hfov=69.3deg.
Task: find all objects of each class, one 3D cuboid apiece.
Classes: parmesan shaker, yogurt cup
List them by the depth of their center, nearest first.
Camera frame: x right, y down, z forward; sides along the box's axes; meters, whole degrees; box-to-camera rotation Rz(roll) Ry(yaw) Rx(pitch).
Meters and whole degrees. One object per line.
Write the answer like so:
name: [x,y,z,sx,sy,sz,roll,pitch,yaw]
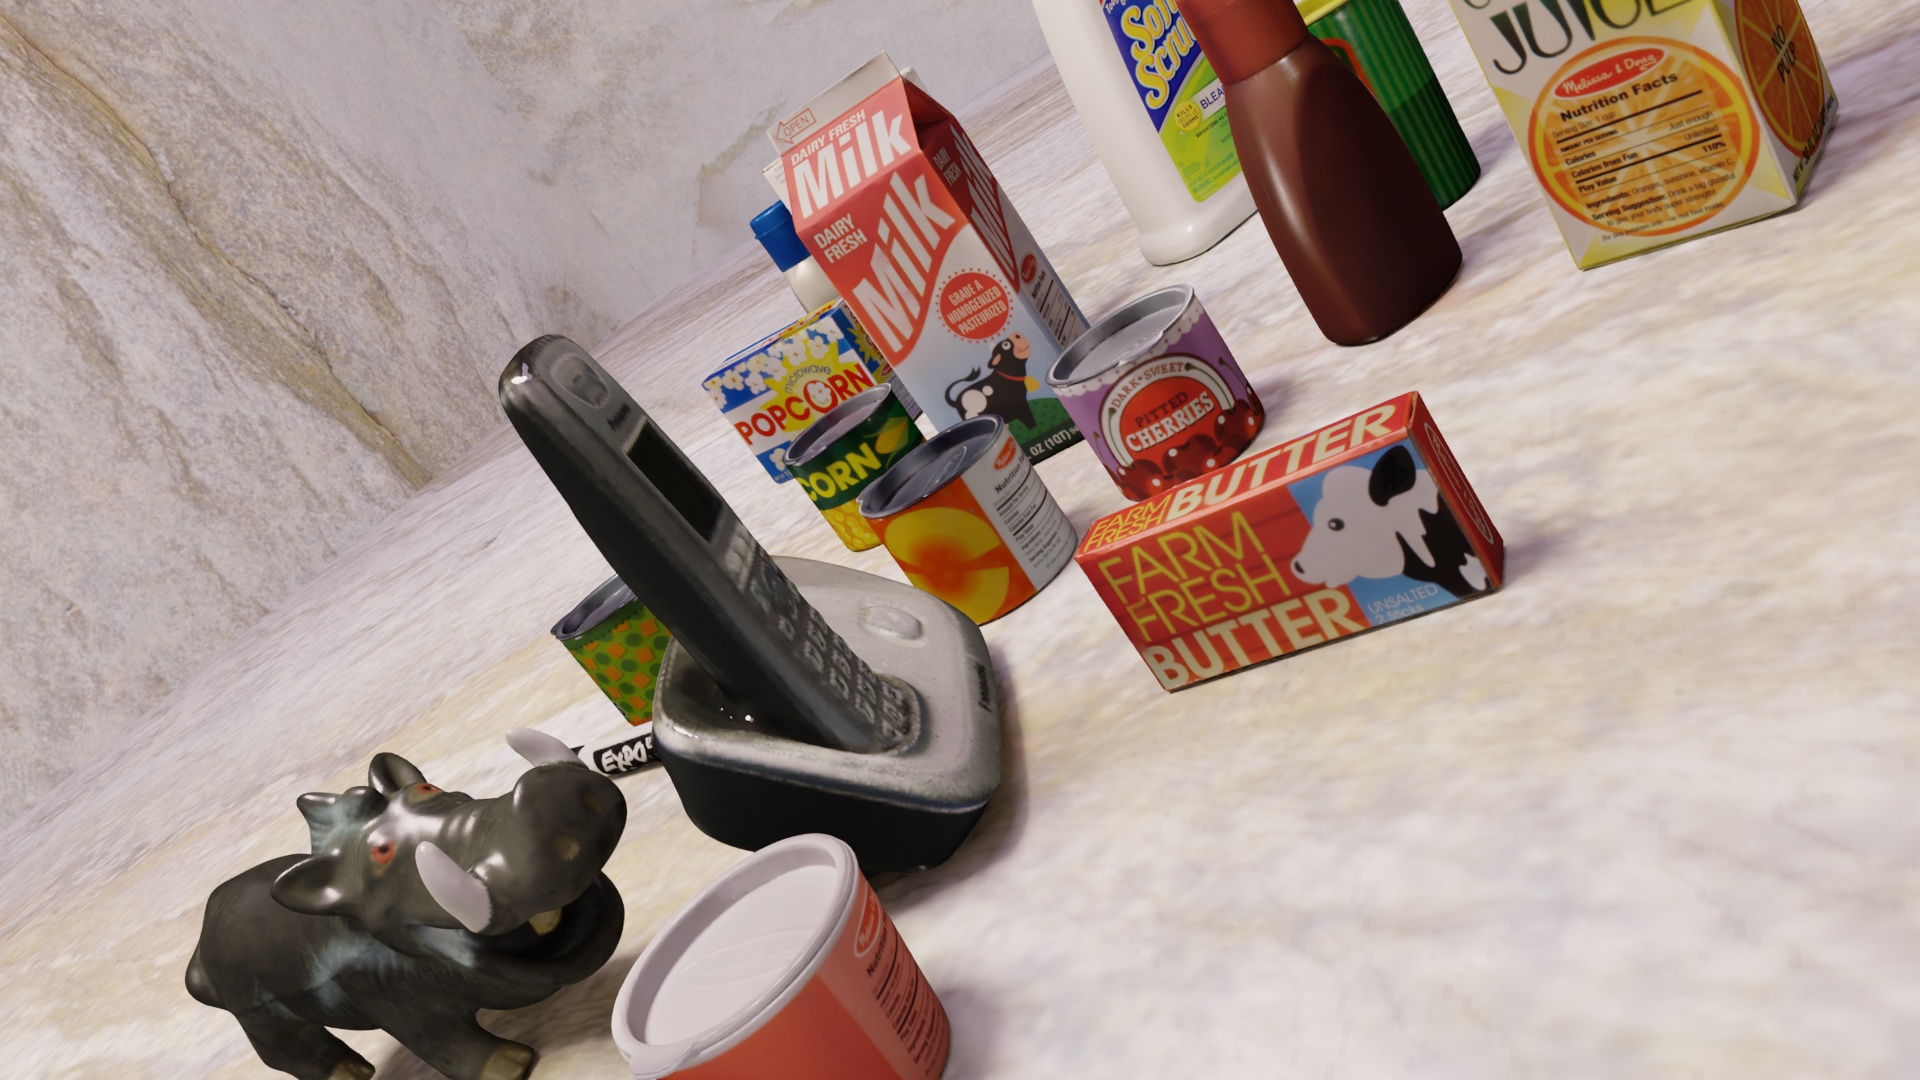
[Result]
yogurt cup: [-0.039,0.112,0.329,0.072,0.054,0.073,-31,19,12]
parmesan shaker: [0.183,-0.195,0.623,0.071,0.103,0.071,-31,19,12]

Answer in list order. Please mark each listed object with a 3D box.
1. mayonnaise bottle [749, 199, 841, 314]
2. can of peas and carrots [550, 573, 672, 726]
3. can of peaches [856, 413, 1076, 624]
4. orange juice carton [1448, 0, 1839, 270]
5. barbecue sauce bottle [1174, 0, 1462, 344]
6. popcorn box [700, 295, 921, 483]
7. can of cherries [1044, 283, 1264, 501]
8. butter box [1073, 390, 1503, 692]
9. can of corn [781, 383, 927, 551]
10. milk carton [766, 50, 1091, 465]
mayonnaise bottle: [-0.079,-0.154,0.904,0.041,0.147,0.065,-33,18,8]
can of peas and carrots: [-0.153,0.049,0.673,0.071,0.058,0.071,-31,19,12]
can of peaches: [0.002,-0.007,0.544,0.071,0.058,0.071,-31,19,12]
orange juice carton: [0.202,-0.192,0.443,0.073,0.192,0.072,-12,29,50]
barbecue sauce bottle: [0.134,-0.151,0.529,0.065,0.148,0.043,-41,19,-18]
popcorn box: [-0.092,-0.095,0.878,0.126,0.085,0.038,-20,24,38]
can of cherries: [0.076,-0.056,0.537,0.071,0.058,0.072,-31,19,12]
butter box: [0.088,0.003,0.380,0.103,0.053,0.024,-23,22,33]
can of corn: [-0.047,-0.035,0.698,0.071,0.058,0.071,-31,19,12]
milk carton: [-0.008,-0.127,0.647,0.072,0.190,0.074,-27,20,24]
